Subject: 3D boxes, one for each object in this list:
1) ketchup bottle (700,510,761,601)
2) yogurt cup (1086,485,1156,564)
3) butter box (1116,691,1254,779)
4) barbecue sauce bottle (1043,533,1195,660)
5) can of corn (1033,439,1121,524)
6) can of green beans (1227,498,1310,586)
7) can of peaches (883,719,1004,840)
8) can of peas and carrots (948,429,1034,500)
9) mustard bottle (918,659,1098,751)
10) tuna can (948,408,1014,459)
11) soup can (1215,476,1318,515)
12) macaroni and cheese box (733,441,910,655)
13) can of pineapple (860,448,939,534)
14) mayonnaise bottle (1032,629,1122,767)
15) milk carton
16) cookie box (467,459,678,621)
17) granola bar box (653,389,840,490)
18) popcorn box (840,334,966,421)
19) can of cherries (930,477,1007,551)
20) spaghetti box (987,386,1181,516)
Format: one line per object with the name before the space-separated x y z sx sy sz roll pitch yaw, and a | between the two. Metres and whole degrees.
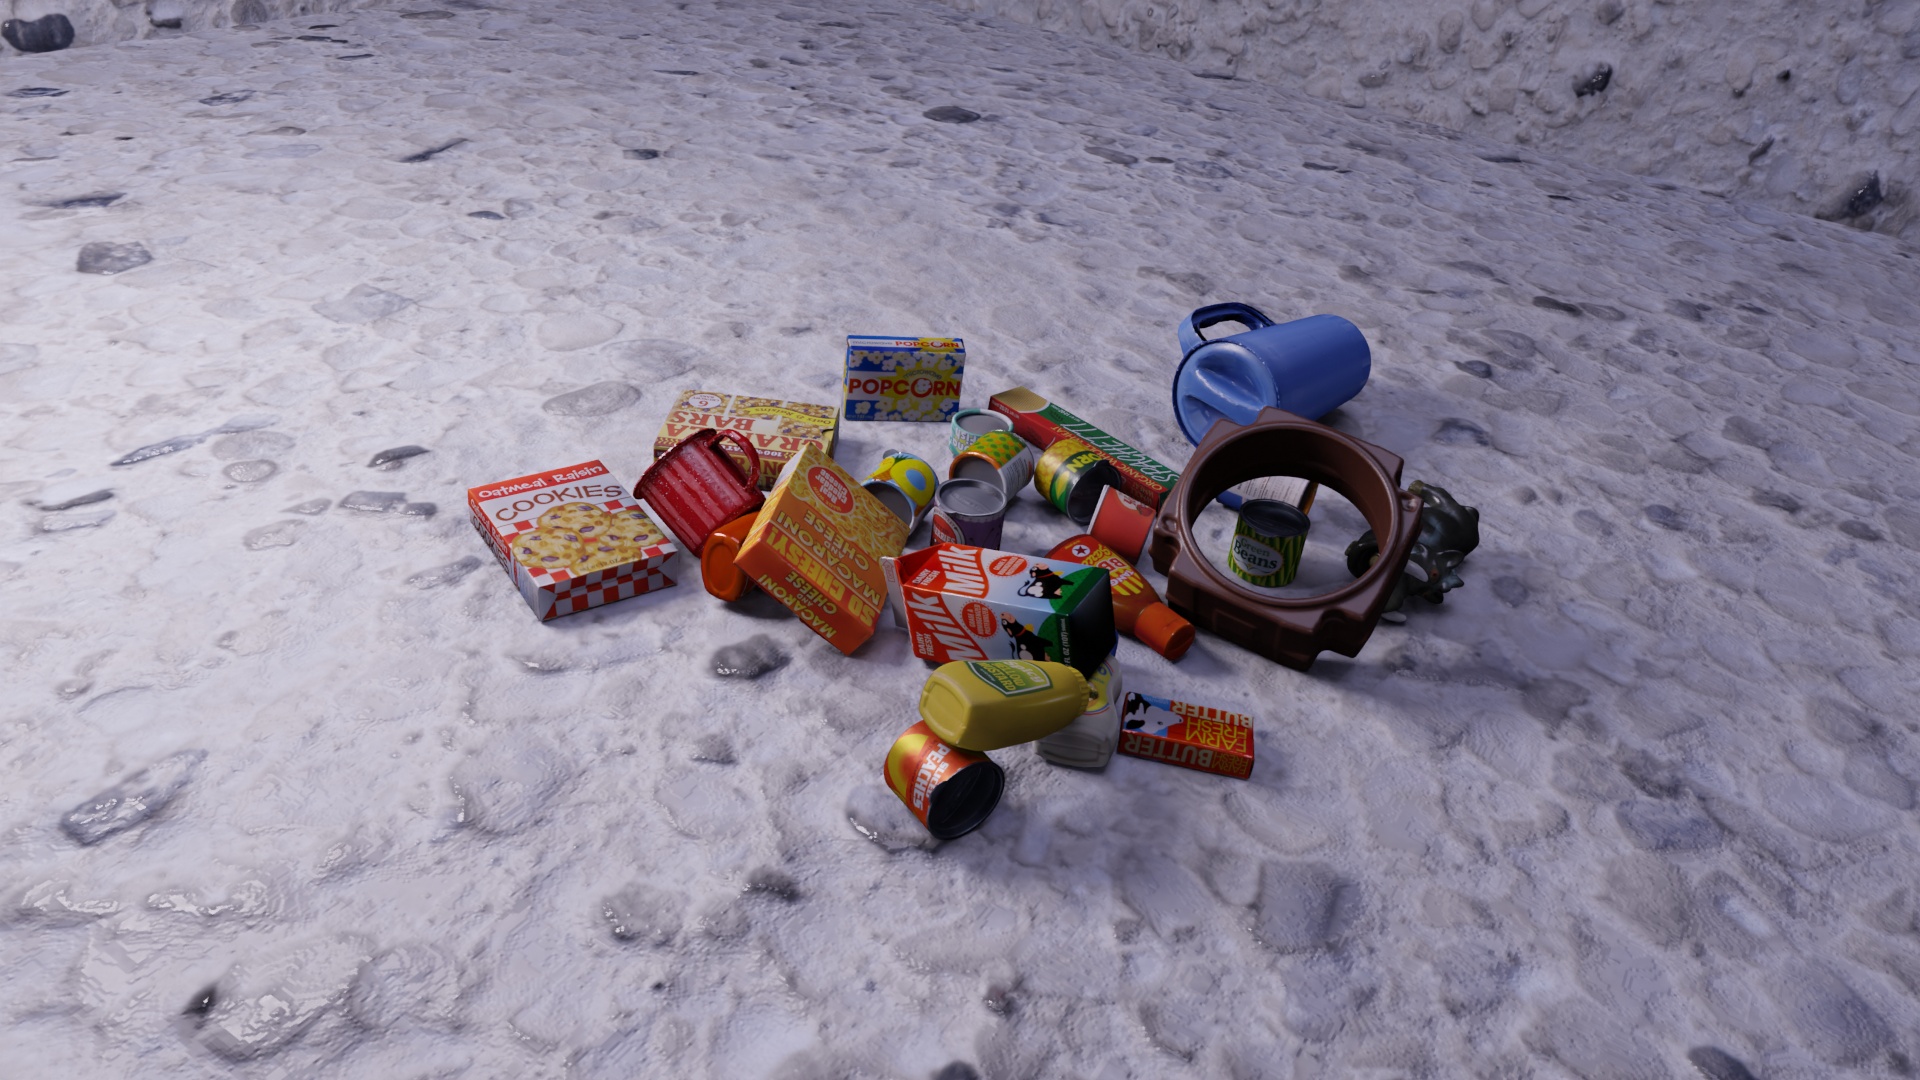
ketchup bottle | -0.166 0.000 1.212 0.043 0.064 0.149 20 26 20
yogurt cup | 0.148 -0.011 1.290 0.054 0.072 0.073 21 34 6
butter box | 0.175 0.150 1.074 0.103 0.024 0.053 11 32 6
barbecue sauce bottle | 0.139 0.050 1.206 0.065 0.043 0.149 -26 45 -27
can of corn | 0.114 -0.060 1.351 0.071 0.070 0.058 -15 37 -31
can of green beans | 0.288 0.002 1.299 0.071 0.057 0.071 5 32 -3
can of peaches | -0.013 0.165 0.971 0.071 0.071 0.058 -16 38 -32
can of peas and carrots | 0.028 -0.067 1.351 0.071 0.070 0.059 21 35 21
mustard bottle | 0.045 0.112 0.993 0.160 0.048 0.065 -2 29 -45
tuna can | 0.020 -0.108 1.443 0.071 0.032 0.071 5 32 -3
soup can | 0.307 -0.053 1.386 0.084 0.071 0.072 24 36 24
macaroni and cheese box | -0.113 0.005 1.177 0.123 0.040 0.167 41 30 -15
can of pineapple | -0.061 -0.042 1.289 0.071 0.070 0.058 17 34 15
mayonnaise bottle | 0.098 0.117 1.095 0.065 0.041 0.149 8 32 9
milk carton | 0.021 0.055 1.110 0.190 0.072 0.074 8 33 30
cookie box | -0.337 -0.004 1.202 0.123 0.040 0.168 -16 40 -33
granola bar box | -0.209 -0.099 1.378 0.166 0.038 0.125 7 32 0
popcorn box | -0.062 -0.172 1.480 0.127 0.084 0.038 0 34 -12
can of cherries | 0.005 -0.016 1.272 0.071 0.058 0.072 6 33 -4
spaghetti box | 0.130 -0.097 1.452 0.050 0.028 0.250 -22 42 -37
